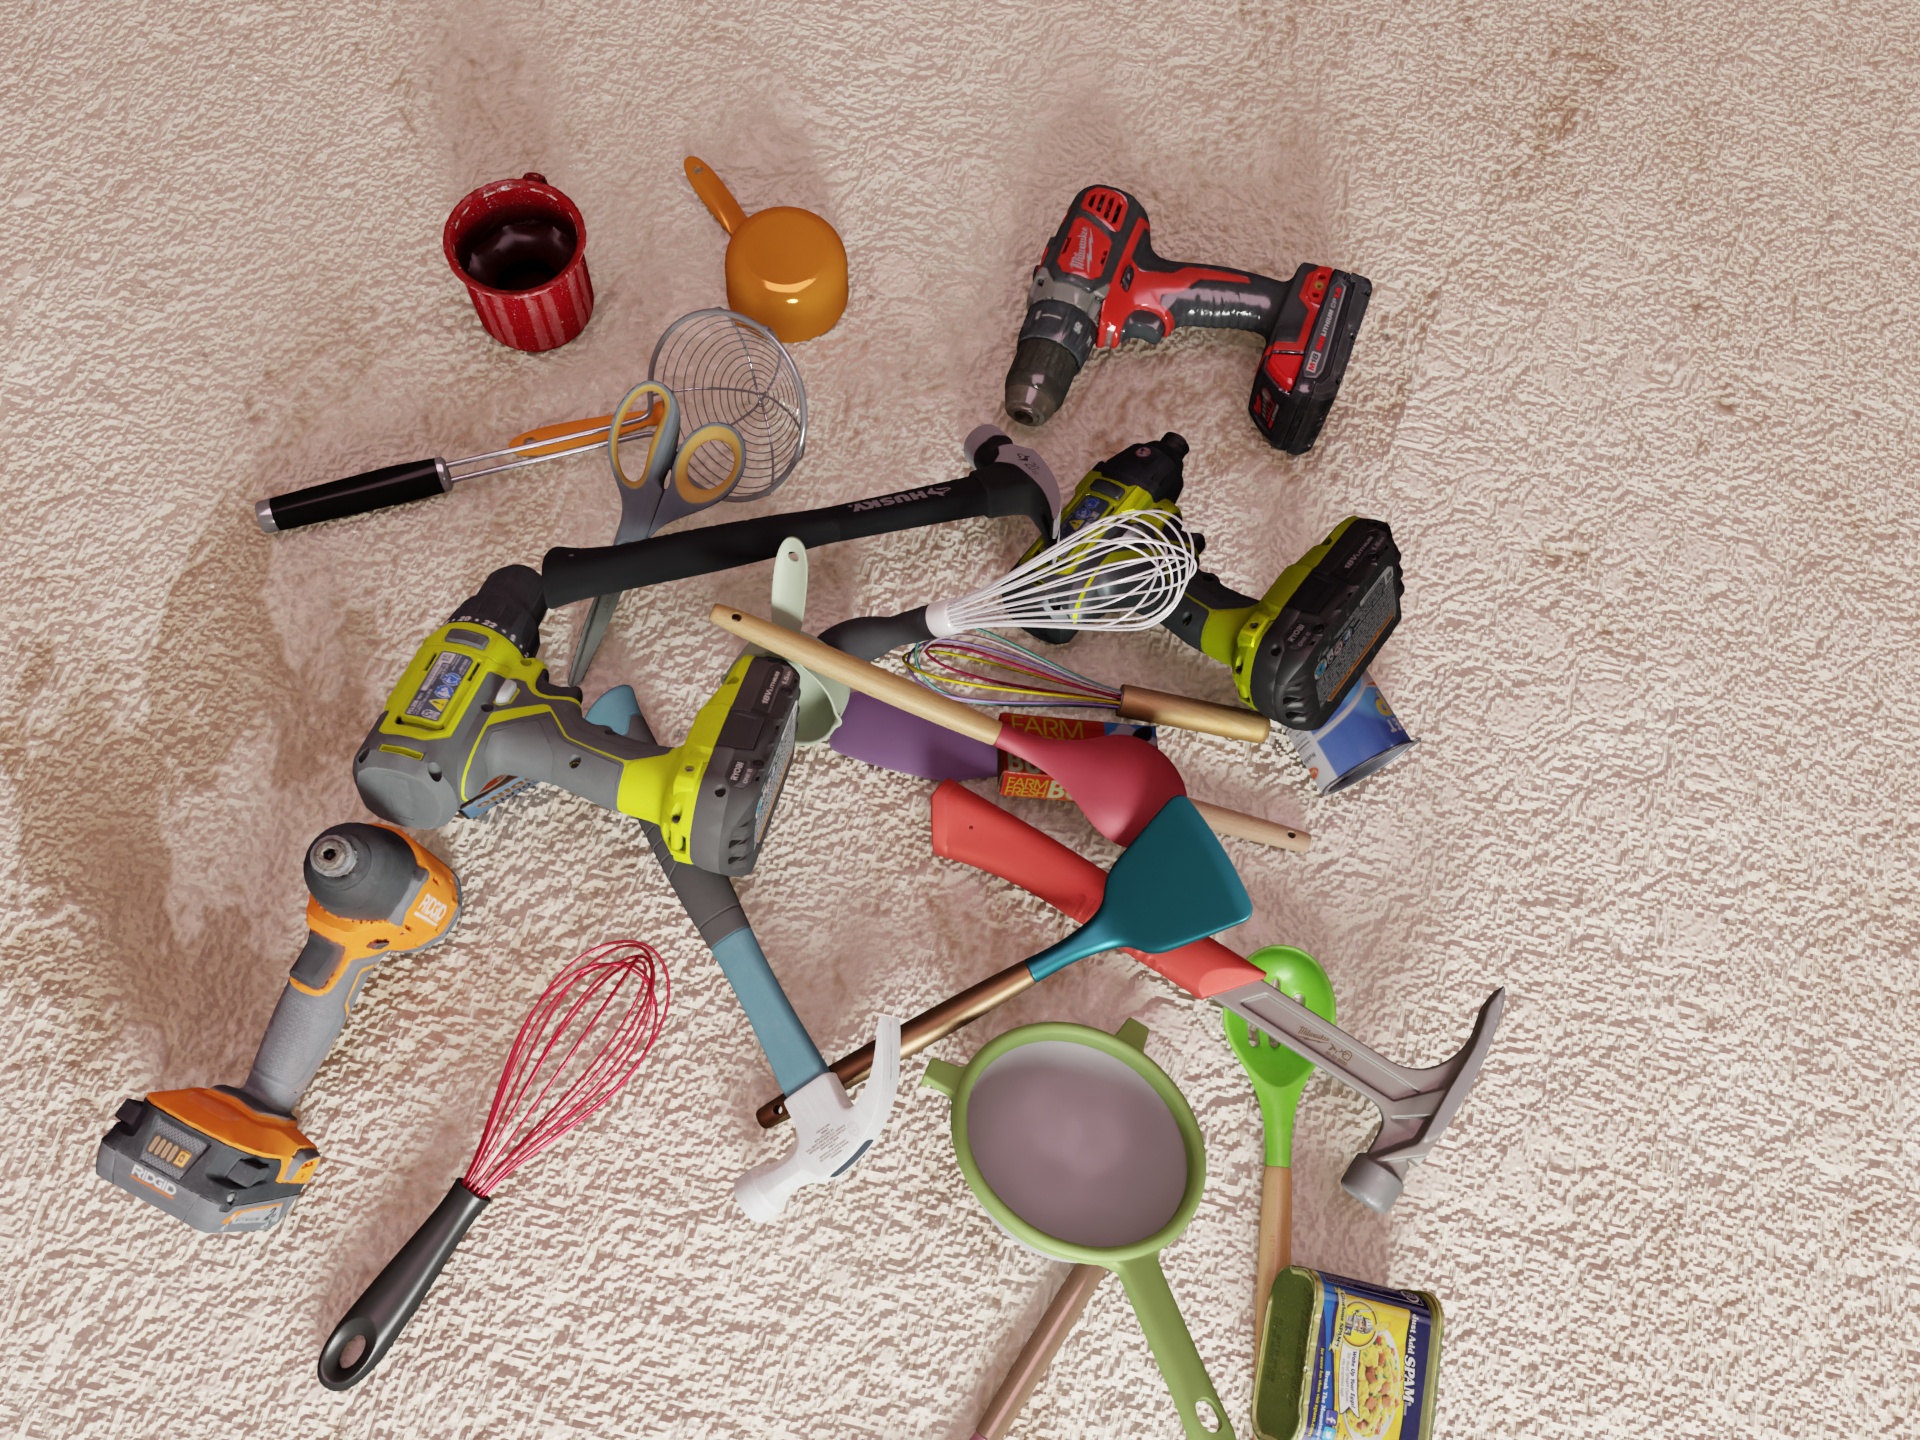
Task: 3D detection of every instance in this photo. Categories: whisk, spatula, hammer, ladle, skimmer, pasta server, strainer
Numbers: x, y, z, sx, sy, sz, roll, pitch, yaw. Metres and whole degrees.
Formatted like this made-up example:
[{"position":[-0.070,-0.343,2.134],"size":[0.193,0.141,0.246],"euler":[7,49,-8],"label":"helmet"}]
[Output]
[{"position":[0.017,-0.070,0.963],"size":[0.284,0.070,0.070],"euler":[-12,66,36],"label":"whisk"},{"position":[0.016,0.157,0.931],"size":[0.317,0.044,0.082],"euler":[-30,73,2],"label":"spatula"},{"position":[0.082,-0.020,1.036],"size":[0.245,0.047,0.051],"euler":[11,83,-5],"label":"whisk"},{"position":[0.072,0.036,1.026],"size":[0.316,0.018,0.060],"euler":[16,63,2],"label":"spatula"},{"position":[0.138,0.133,0.962],"size":[0.359,0.036,0.149],"euler":[32,80,14],"label":"hammer"},{"position":[-0.002,-0.003,0.948],"size":[0.315,0.031,0.069],"euler":[23,68,-8],"label":"ladle"},{"position":[-0.280,-0.174,1.034],"size":[0.363,0.090,0.127],"euler":[-15,105,-7],"label":"skimmer"},{"position":[-0.094,-0.117,0.993],"size":[0.334,0.035,0.146],"euler":[-14,38,-18],"label":"hammer"},{"position":[-0.146,0.121,0.957],"size":[0.128,0.033,0.331],"euler":[-34,70,6],"label":"hammer"},{"position":[0.032,0.381,0.894],"size":[0.060,0.040,0.316],"euler":[38,71,-4],"label":"pasta server"},{"position":[-0.267,0.251,0.910],"size":[0.073,0.073,0.296],"euler":[34,79,8],"label":"whisk"},{"position":[0.079,0.293,0.887],"size":[0.151,0.069,0.257],"euler":[-6,51,-26],"label":"strainer"}]

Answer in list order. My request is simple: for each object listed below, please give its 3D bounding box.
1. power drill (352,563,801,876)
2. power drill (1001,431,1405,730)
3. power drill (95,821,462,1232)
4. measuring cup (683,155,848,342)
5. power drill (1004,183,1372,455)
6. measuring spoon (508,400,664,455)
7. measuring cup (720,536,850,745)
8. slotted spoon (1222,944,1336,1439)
[{"position":[-0.215,-0.005,0.942],"size":[0.228,0.080,0.191],"euler":[13,47,2],"label":"power drill"},{"position":[0.159,-0.098,1.012],"size":[0.223,0.080,0.171],"euler":[27,68,33],"label":"power drill"},{"position":[-0.367,0.160,0.876],"size":[0.084,0.164,0.226],"euler":[26,73,4],"label":"power drill"},{"position":[-0.147,-0.349,1.123],"size":[0.095,0.052,0.174],"euler":[-34,79,-14],"label":"measuring cup"},{"position":[0.151,-0.261,1.105],"size":[0.227,0.080,0.188],"euler":[20,71,6],"label":"power drill"},{"position":[-0.251,-0.200,1.087],"size":[0.117,0.011,0.021],"euler":[-14,73,-9],"label":"measuring spoon"},{"position":[-0.100,-0.055,0.972],"size":[0.083,0.167,0.038],"euler":[19,45,9],"label":"measuring cup"},{"position":[0.185,0.291,0.942],"size":[0.070,0.031,0.314],"euler":[6,73,-1],"label":"slotted spoon"}]
